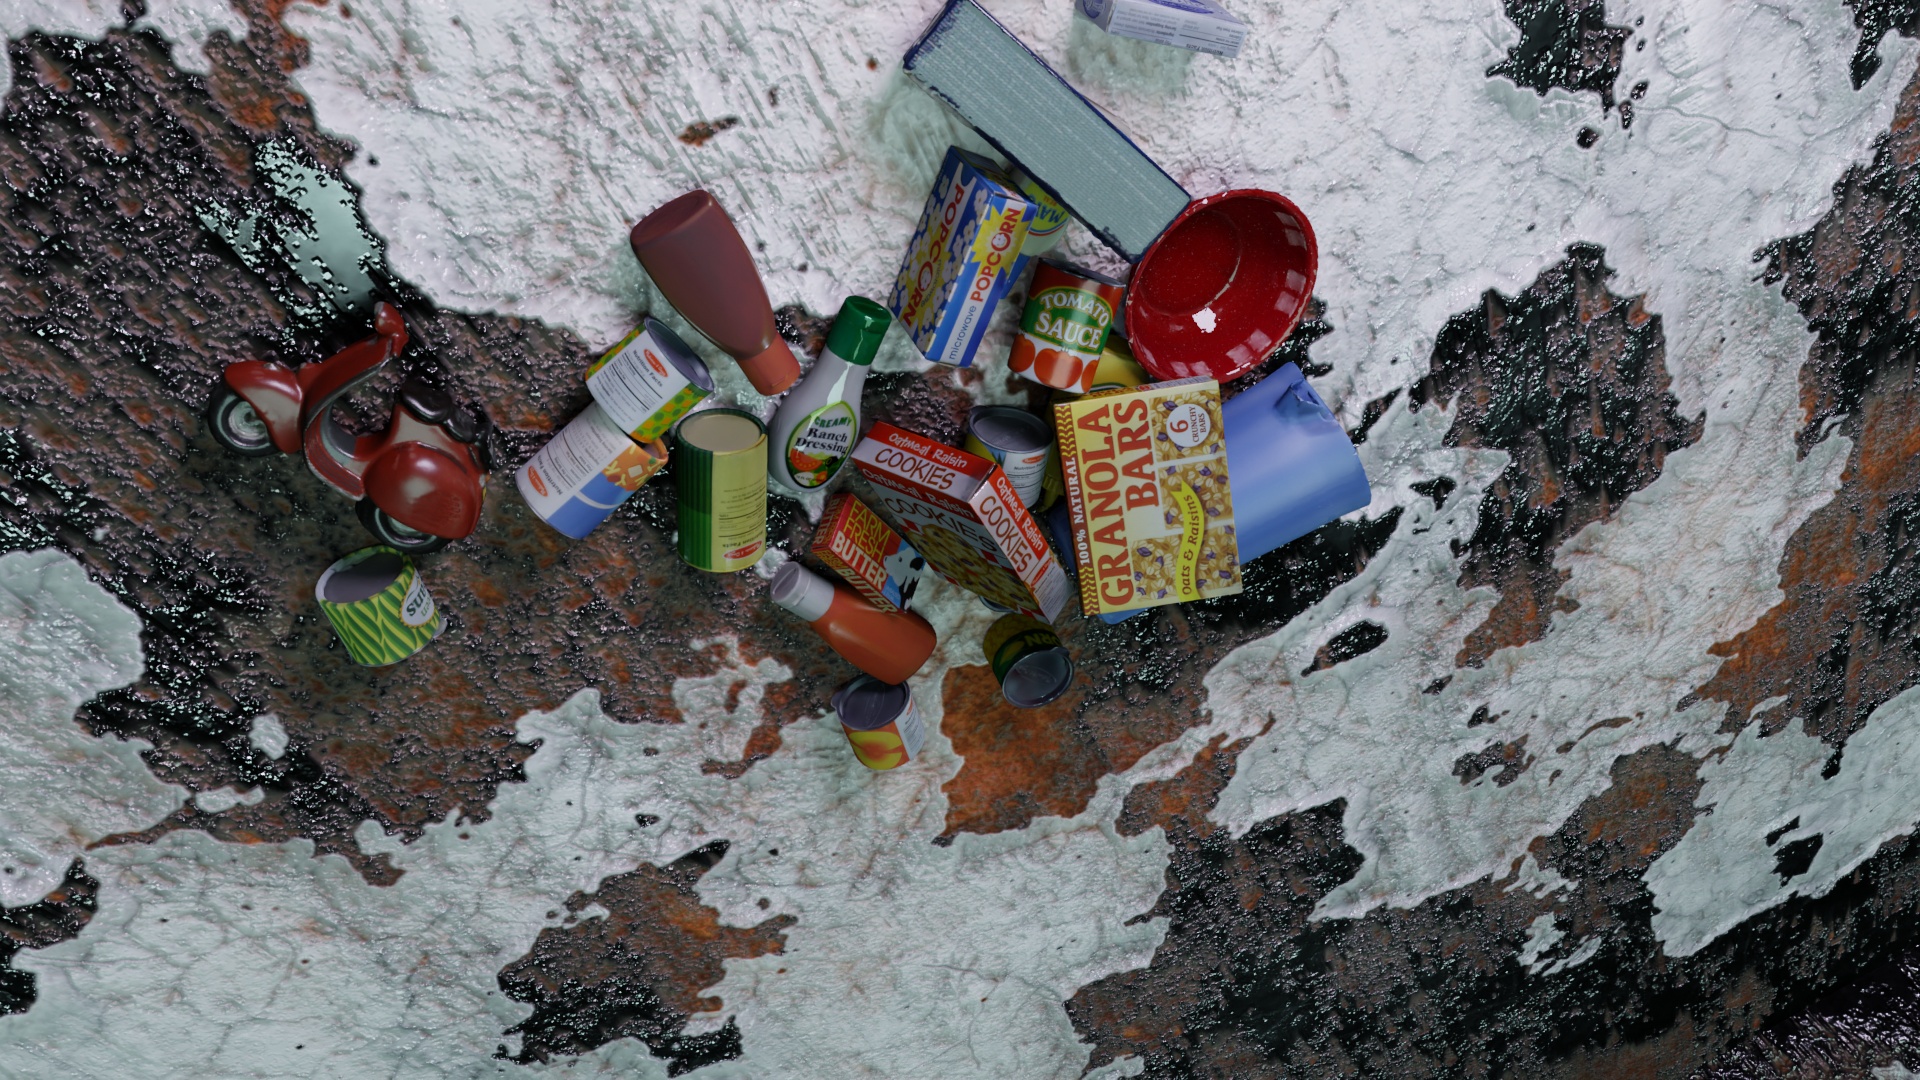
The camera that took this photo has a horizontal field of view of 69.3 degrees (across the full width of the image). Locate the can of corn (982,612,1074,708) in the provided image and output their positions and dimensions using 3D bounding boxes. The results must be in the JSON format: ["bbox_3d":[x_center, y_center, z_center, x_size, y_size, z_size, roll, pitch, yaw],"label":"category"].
[{"bbox_3d":[0.060,0.102,1.219,0.071,0.058,0.070,-11,128,-14],"label":"can of corn"}]

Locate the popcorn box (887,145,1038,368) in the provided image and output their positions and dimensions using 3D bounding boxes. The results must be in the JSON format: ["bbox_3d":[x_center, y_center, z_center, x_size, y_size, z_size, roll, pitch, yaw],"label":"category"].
[{"bbox_3d":[-0.001,-0.194,0.954,0.038,0.085,0.126,9,121,-29],"label":"popcorn box"}]

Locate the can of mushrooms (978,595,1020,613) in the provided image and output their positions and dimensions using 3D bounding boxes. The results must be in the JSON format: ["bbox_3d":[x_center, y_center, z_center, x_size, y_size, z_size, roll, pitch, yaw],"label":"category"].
[{"bbox_3d":[0.041,0.027,1.172,0.071,0.033,0.070,-12,128,-15],"label":"can of mushrooms"}]

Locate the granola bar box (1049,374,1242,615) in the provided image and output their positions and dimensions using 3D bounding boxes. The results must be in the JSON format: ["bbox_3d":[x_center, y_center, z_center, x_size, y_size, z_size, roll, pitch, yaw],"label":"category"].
[{"bbox_3d":[0.141,-0.034,1.053,0.124,0.039,0.165,-9,104,2],"label":"granola bar box"}]

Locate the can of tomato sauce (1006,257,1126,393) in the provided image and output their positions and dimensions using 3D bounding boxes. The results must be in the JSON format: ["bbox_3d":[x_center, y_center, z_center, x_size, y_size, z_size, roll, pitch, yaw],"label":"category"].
[{"bbox_3d":[0.076,-0.157,1.014,0.071,0.071,0.082,8,109,-28],"label":"can of tomato sauce"}]

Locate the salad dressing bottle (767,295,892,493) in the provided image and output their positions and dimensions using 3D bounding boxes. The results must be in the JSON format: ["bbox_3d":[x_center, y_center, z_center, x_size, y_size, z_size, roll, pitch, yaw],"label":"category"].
[{"bbox_3d":[-0.095,-0.106,1.008,0.064,0.044,0.147,7,122,-35],"label":"salad dressing bottle"}]

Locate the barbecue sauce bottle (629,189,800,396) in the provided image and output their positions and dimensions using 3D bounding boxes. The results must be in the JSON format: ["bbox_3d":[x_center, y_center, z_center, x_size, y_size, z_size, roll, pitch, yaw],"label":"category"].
[{"bbox_3d":[-0.158,-0.161,0.941,0.065,0.044,0.148,-31,131,2],"label":"barbecue sauce bottle"}]

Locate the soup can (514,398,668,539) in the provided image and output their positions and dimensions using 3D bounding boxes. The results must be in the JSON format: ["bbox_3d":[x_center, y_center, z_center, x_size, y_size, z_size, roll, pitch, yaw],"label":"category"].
[{"bbox_3d":[-0.255,-0.051,0.969,0.083,0.071,0.071,-40,130,9],"label":"soup can"}]

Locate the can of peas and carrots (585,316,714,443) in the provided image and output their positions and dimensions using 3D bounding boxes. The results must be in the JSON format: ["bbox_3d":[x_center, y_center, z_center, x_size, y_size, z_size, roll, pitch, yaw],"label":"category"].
[{"bbox_3d":[-0.211,-0.109,0.946,0.058,0.071,0.071,-39,130,9],"label":"can of peas and carrots"}]

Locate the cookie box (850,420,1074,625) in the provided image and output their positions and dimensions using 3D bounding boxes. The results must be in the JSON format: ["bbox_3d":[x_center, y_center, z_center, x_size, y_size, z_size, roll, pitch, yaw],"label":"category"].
[{"bbox_3d":[0.004,-0.013,1.056,0.040,0.123,0.167,-54,140,-17],"label":"cookie box"}]

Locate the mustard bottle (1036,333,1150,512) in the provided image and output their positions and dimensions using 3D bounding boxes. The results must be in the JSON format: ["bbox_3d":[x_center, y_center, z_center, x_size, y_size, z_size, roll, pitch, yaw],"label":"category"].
[{"bbox_3d":[0.095,-0.085,1.099,0.065,0.049,0.159,10,120,-22],"label":"mustard bottle"}]

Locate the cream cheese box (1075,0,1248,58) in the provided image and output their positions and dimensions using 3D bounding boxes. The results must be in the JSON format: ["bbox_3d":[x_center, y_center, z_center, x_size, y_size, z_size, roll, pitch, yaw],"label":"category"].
[{"bbox_3d":[0.133,-0.346,0.917,0.104,0.053,0.024,2,126,-23],"label":"cream cheese box"}]

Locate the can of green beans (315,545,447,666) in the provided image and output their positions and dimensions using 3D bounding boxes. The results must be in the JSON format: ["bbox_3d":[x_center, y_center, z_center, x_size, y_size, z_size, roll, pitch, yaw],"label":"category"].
[{"bbox_3d":[-0.408,0.045,0.976,0.071,0.071,0.057,-18,129,-9],"label":"can of green beans"}]

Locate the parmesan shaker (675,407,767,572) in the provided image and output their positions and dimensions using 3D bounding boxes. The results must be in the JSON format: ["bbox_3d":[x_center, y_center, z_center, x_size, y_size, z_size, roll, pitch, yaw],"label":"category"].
[{"bbox_3d":[-0.172,-0.038,1.014,0.071,0.071,0.102,-6,126,-18],"label":"parmesan shaker"}]

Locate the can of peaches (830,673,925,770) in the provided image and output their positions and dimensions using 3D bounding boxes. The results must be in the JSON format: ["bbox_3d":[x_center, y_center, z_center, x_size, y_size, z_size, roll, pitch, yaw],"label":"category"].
[{"bbox_3d":[-0.071,0.156,1.202,0.071,0.071,0.057,-23,131,-5],"label":"can of peaches"}]

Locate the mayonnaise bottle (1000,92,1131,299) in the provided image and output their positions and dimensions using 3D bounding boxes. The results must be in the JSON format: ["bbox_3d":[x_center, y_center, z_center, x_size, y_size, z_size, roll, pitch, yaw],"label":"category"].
[{"bbox_3d":[0.055,-0.239,0.971,0.065,0.041,0.147,23,113,-26],"label":"mayonnaise bottle"}]

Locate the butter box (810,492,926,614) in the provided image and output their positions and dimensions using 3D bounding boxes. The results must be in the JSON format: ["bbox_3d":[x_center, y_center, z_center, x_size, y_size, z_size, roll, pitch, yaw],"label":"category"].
[{"bbox_3d":[-0.072,0.011,1.100,0.024,0.053,0.103,-5,145,39],"label":"butter box"}]

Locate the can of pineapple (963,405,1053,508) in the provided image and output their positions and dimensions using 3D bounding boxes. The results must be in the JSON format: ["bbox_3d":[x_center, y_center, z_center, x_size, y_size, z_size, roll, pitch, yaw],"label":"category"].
[{"bbox_3d":[0.033,-0.065,1.080,0.071,0.071,0.057,-3,128,-21],"label":"can of pineapple"}]

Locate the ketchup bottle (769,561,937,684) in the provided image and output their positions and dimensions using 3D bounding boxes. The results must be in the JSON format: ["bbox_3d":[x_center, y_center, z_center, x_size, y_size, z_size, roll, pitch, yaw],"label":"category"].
[{"bbox_3d":[-0.089,0.065,1.139,0.064,0.044,0.148,-46,128,13],"label":"ketchup bottle"}]
